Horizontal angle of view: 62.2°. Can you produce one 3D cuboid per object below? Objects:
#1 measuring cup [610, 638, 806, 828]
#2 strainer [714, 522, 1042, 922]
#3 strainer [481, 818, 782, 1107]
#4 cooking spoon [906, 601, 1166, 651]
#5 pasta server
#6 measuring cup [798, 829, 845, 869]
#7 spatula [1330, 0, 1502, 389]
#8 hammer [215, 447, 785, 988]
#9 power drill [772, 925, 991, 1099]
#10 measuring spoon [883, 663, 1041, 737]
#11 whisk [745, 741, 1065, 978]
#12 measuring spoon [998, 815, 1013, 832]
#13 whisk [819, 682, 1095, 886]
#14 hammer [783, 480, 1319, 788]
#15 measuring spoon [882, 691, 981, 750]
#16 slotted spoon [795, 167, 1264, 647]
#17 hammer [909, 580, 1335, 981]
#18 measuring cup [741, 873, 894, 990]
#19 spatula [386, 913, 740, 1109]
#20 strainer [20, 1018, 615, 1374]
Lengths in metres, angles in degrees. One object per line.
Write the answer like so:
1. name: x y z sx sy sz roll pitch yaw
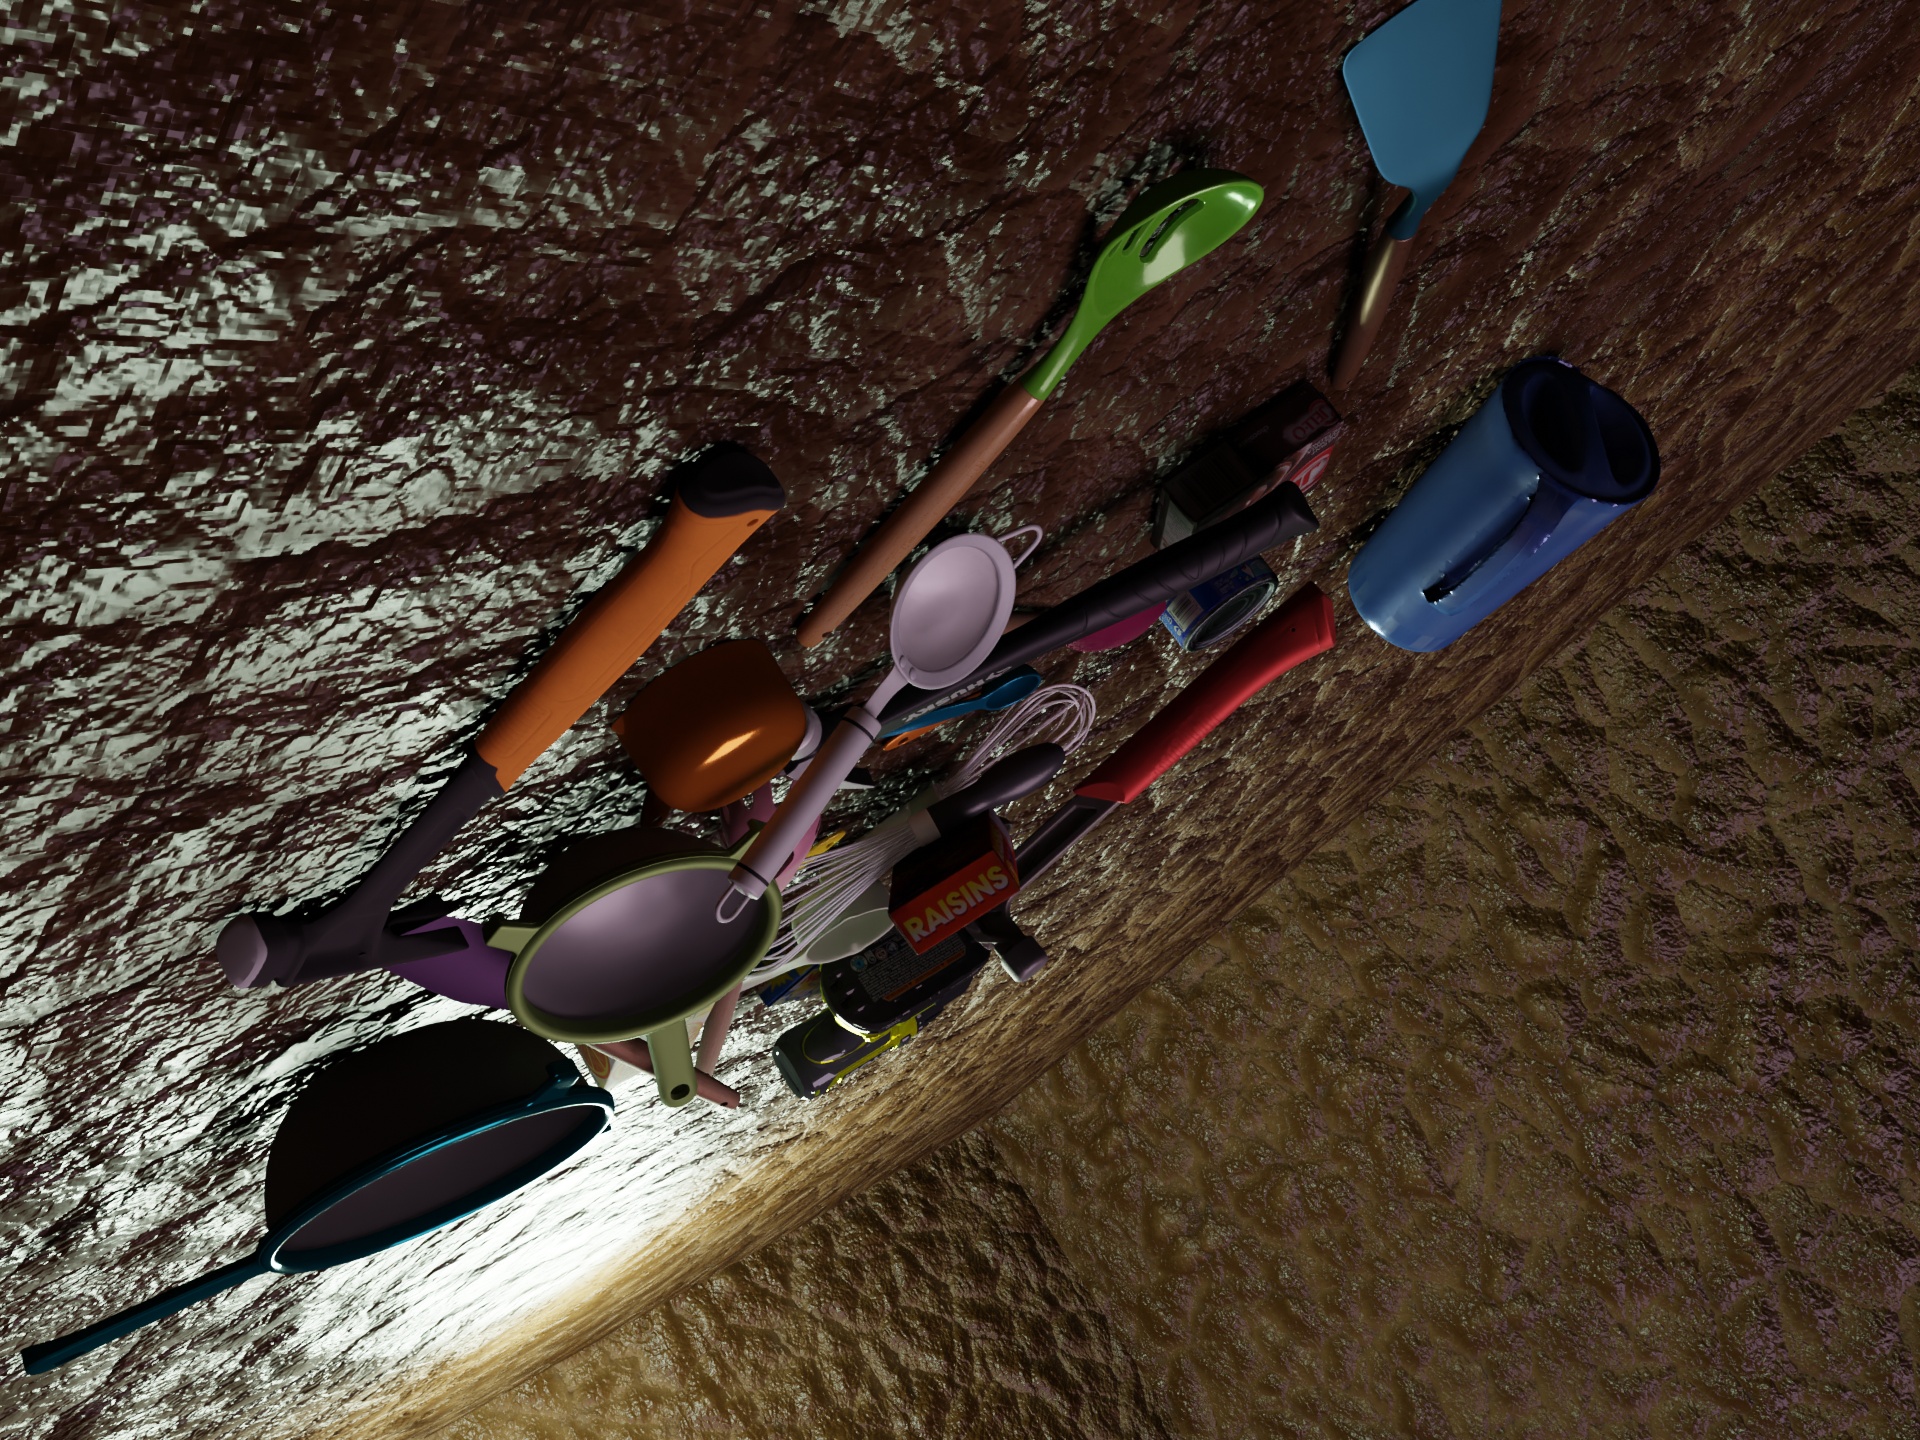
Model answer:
1. measuring cup: -0.134 0.030 0.823 0.095 0.052 0.173 -23 157 -34
2. strainer: -0.047 -0.006 0.804 0.258 0.050 0.086 -55 141 -16
3. strainer: -0.178 0.135 0.891 0.151 0.069 0.256 -20 145 -18
4. cooking spoon: 0.051 -0.059 0.992 0.068 0.017 0.318 -39 163 27
5. pasta server: -0.143 0.146 1.024 0.060 0.040 0.316 8 138 -12
6. measuring cup: -0.136 0.132 1.131 0.156 0.029 0.062 -38 163 14
7. spatula: 0.211 -0.244 0.800 0.082 0.044 0.317 -34 168 -4
8. hammer: -0.187 0.007 0.696 0.337 0.034 0.127 -43 160 24
9. power drill: -0.053 0.224 1.323 0.190 0.080 0.228 -28 163 -25
10. measuring spoon: -0.008 -0.014 1.017 0.128 0.021 0.042 -17 158 -24
11. whisk: -0.054 0.088 1.084 0.284 0.070 0.070 -30 162 -4
12. measuring spoon: 0.003 0.087 1.309 0.034 0.018 0.124 -42 155 20
13. whisk: -0.006 0.050 1.147 0.246 0.058 0.059 -36 129 14
14. hammer: 0.051 -0.049 0.910 0.335 0.035 0.146 -26 166 1
15. measuring spoon: -0.002 -0.003 1.054 0.117 0.011 0.021 -27 161 -26
16. slotted spoon: 0.015 -0.133 0.719 0.313 0.031 0.070 -44 161 33
17. hammer: 0.123 0.024 1.160 0.359 0.149 0.036 -43 162 14
18. measuring cup: -0.126 0.159 1.144 0.167 0.038 0.083 -24 157 -8
19. spatula: -0.219 0.178 0.931 0.060 0.018 0.315 -30 141 11
20. strainer: -0.377 0.260 0.929 0.340 0.095 0.211 -23 160 -15
